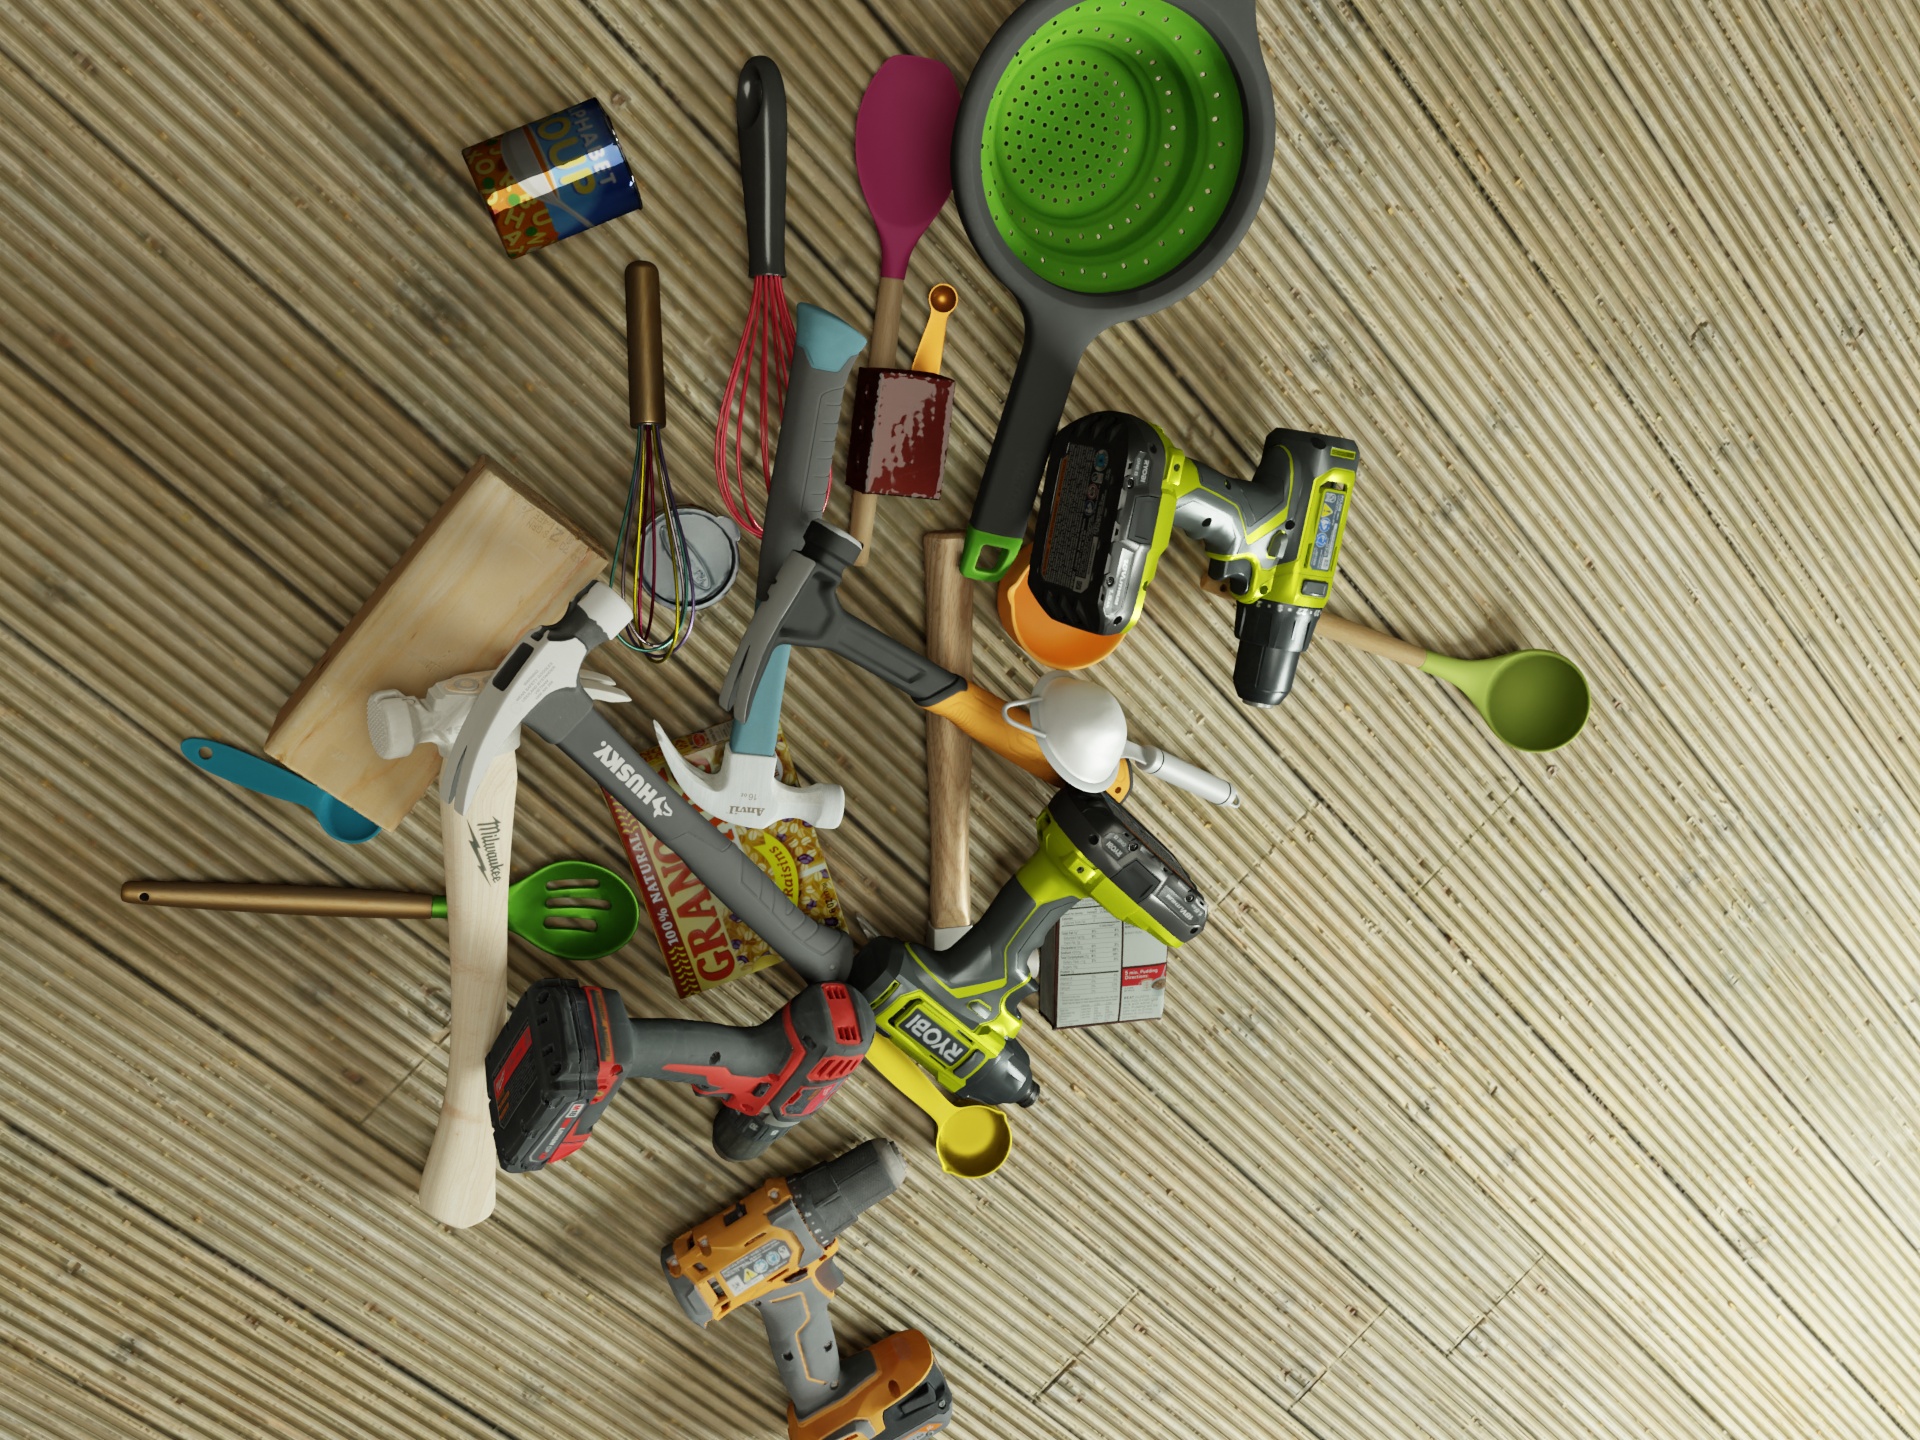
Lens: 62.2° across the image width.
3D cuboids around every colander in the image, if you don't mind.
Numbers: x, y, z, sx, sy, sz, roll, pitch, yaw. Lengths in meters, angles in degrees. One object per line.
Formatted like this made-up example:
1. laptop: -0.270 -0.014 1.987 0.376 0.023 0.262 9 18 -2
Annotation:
1. colander: 0.059 -0.284 1.010 0.204 0.095 0.397 9 113 -23

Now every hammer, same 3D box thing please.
1. hammer: -0.002 -0.003 1.034 0.336 0.034 0.127 28 92 -41
2. hammer: -0.010 0.034 1.102 0.130 0.031 0.331 -5 105 -16
3. hammer: -0.294 0.155 1.001 0.146 0.038 0.410 -10 124 -35
4. hammer: -0.169 0.076 0.973 0.146 0.035 0.334 -49 130 -14
5. hammer: -0.108 -0.086 0.973 0.128 0.033 0.331 5 112 -20

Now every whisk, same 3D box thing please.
1. whisk: -0.119 -0.253 0.978 0.073 0.073 0.296 -4 100 -15
2. whisk: -0.192 -0.156 0.966 0.051 0.047 0.245 -2 87 -12

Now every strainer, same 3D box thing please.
1. strainer: 0.127 0.022 1.094 0.258 0.050 0.087 23 53 -46

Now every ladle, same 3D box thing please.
1. ladle: 0.321 -0.051 1.164 0.320 0.062 0.078 18 99 -17

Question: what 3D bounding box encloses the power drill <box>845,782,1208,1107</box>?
1. power drill: 0.053 0.161 1.096 0.223 0.080 0.171 -44 115 9

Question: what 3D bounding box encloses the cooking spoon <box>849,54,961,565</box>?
1. cooking spoon: -0.047 -0.257 1.019 0.068 0.017 0.319 6 103 -11

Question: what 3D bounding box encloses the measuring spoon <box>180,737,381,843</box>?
1. measuring spoon: -0.420 0.038 0.994 0.128 0.021 0.042 24 99 -12

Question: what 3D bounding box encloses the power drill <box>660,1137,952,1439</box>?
1. power drill: -0.087 0.427 1.163 0.185 0.084 0.226 -31 106 -8

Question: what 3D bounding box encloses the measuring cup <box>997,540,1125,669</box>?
1. measuring cup: 0.078 -0.123 1.075 0.095 0.052 0.173 10 100 -19

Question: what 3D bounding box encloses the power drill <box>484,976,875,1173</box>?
1. power drill: -0.186 0.237 1.032 0.226 0.080 0.187 6 138 -34

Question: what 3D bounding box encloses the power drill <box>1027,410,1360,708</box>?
1. power drill: 0.160 -0.105 1.047 0.228 0.080 0.190 3 103 -36

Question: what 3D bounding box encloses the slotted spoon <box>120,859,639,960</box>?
1. slotted spoon: -0.366 0.116 1.023 0.313 0.031 0.070 4 103 -16

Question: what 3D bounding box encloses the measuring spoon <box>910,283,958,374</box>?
1. measuring spoon: -0.025 -0.227 1.040 0.021 0.011 0.117 11 105 -17

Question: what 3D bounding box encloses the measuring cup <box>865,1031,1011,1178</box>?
1. measuring cup: -0.026 0.273 1.171 0.062 0.029 0.156 -44 100 -1
